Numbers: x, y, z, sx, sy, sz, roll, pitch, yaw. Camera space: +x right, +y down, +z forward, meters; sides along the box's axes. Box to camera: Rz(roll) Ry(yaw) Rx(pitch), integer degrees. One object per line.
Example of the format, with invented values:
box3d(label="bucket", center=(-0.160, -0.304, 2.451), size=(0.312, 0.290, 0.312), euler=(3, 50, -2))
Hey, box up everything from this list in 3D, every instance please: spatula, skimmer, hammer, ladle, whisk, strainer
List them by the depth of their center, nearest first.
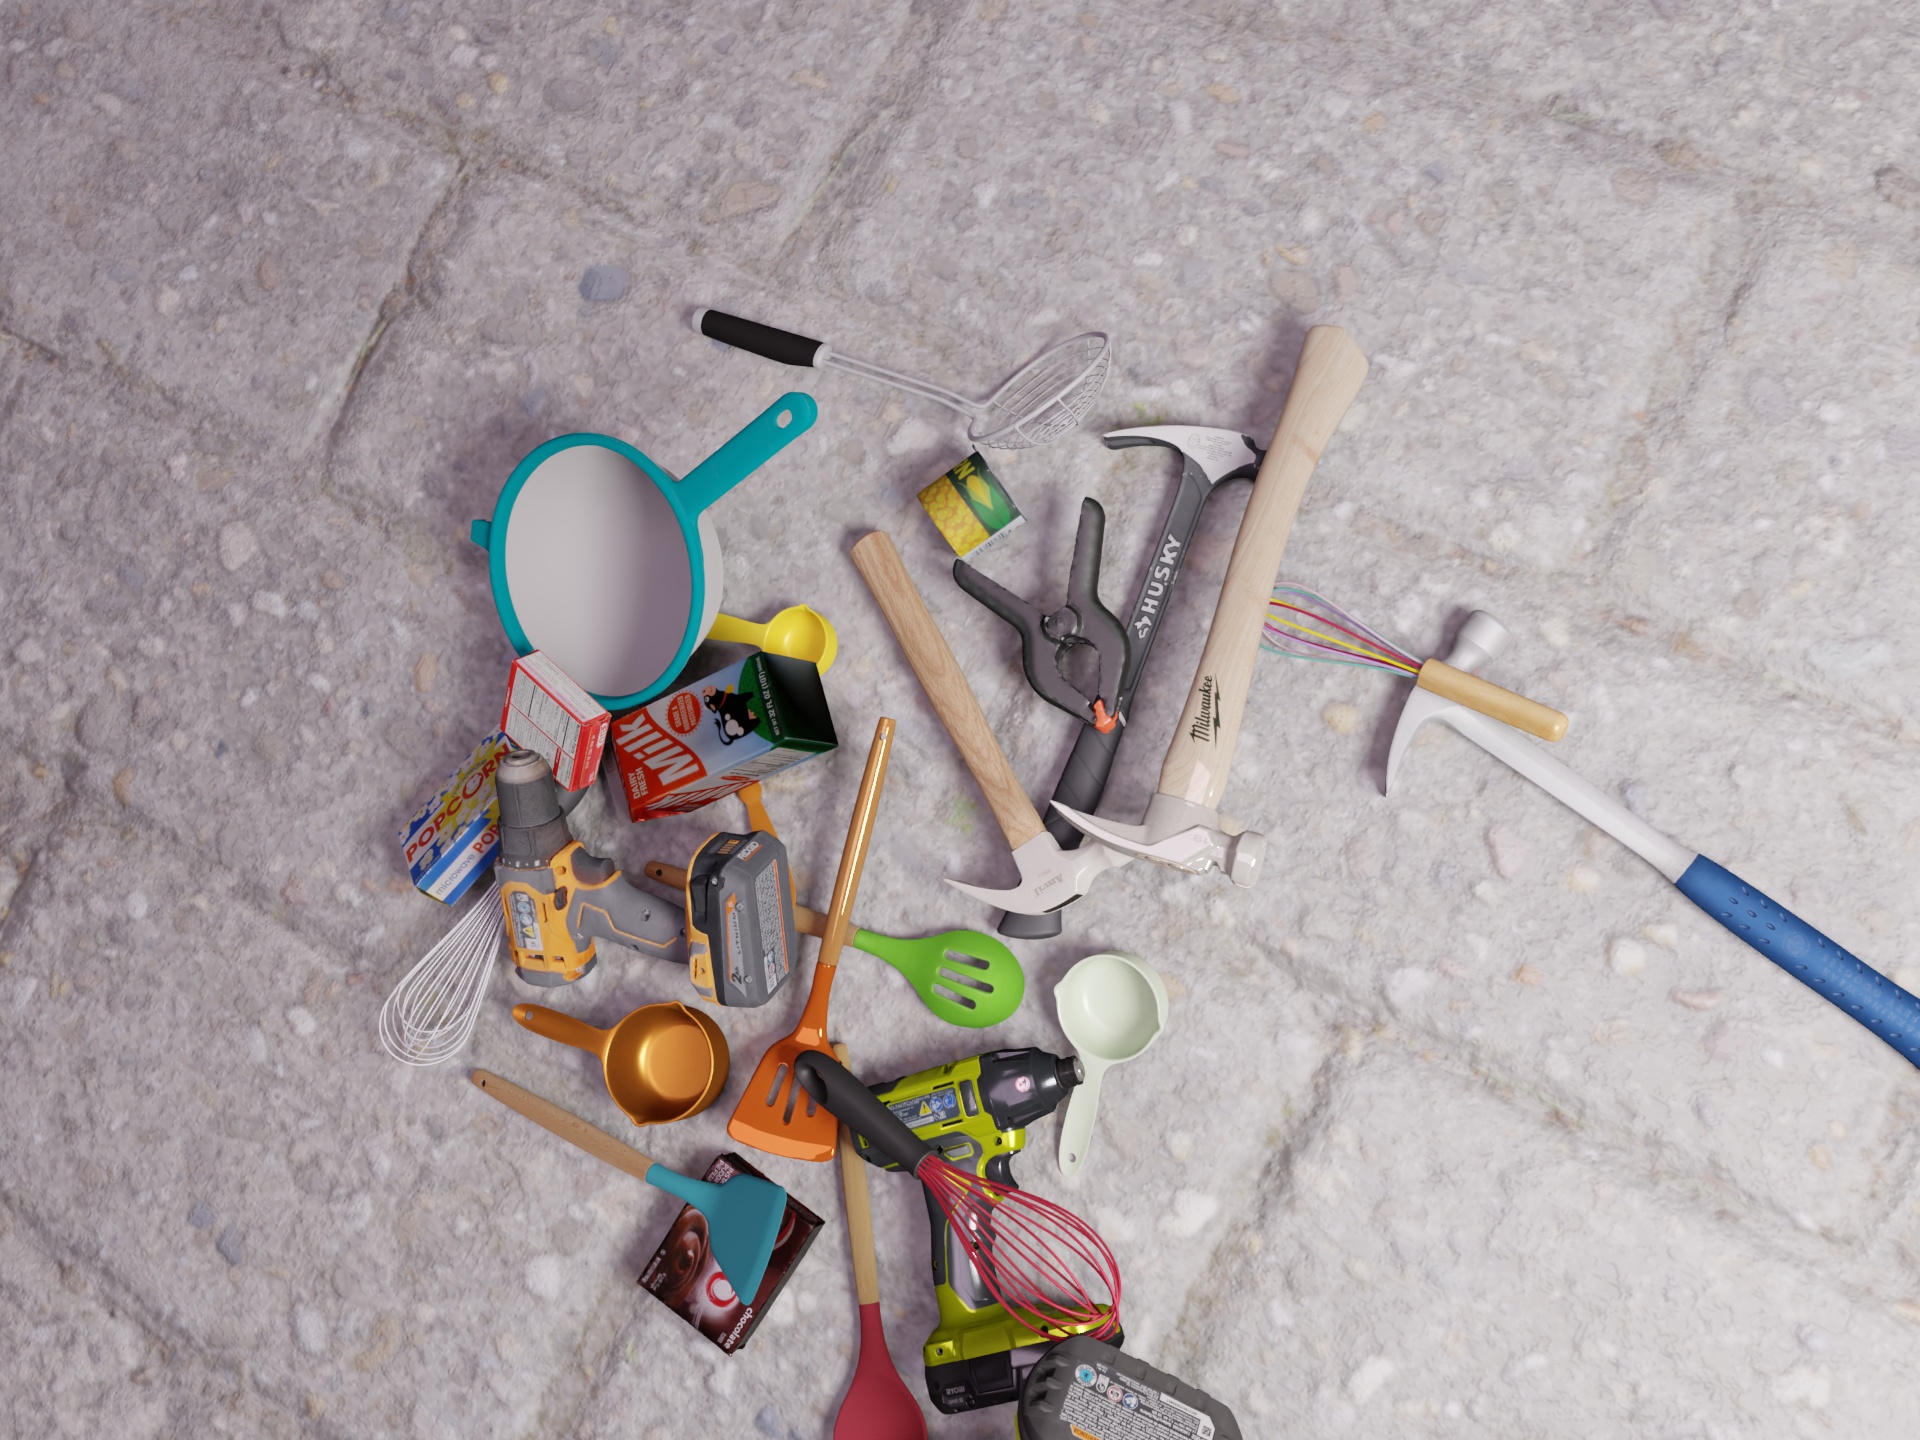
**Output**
box3d(label="whisk", center=(-0.009, 0.306, 1.055), size=(0.296, 0.073, 0.073), euler=(32, 88, 33))
box3d(label="hammer", center=(0.470, 0.097, 1.061), size=(0.406, 0.035, 0.144), euler=(38, 90, 17))
box3d(label="whisk", center=(0.299, -0.040, 1.100), size=(0.245, 0.047, 0.051), euler=(28, 85, 30))
box3d(label="hammer", center=(0.192, -0.095, 1.112), size=(0.146, 0.038, 0.411), euler=(15, 76, 18))
box3d(label="ladle", center=(-0.071, 0.392, 1.145), size=(0.069, 0.031, 0.316), euler=(-10, 76, 9))
box3d(label="spatula", center=(-0.092, 0.155, 1.158), size=(0.081, 0.041, 0.322), euler=(14, 90, 4))
box3d(label="spatula", center=(-0.252, 0.320, 1.166), size=(0.318, 0.044, 0.082), euler=(18, 88, 28))
box3d(label="hammer", center=(0.114, -0.030, 1.173), size=(0.149, 0.036, 0.409), euler=(20, 85, 18))
box3d(label="hammer", center=(-0.002, -0.004, 1.180), size=(0.130, 0.031, 0.332), euler=(-35, 66, 14))
box3d(label="strainer", center=(-0.212, -0.148, 1.208), size=(0.340, 0.095, 0.211), euler=(-32, 84, 30))
box3d(label="skimmer", center=(-0.057, -0.292, 1.236), size=(0.363, 0.090, 0.127), euler=(21, 53, 19))
box3d(label="whisk", center=(-0.362, 0.143, 1.251), size=(0.070, 0.070, 0.284), euler=(28, 82, 17))

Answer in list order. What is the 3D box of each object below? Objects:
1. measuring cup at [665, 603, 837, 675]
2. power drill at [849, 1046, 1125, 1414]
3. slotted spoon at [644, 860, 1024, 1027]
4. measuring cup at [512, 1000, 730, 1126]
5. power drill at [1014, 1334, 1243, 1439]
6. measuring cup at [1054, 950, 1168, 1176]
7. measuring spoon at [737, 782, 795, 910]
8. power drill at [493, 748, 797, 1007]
box3d(label="measuring cup", center=(-0.165, -0.068, 1.259), size=(0.156, 0.029, 0.062), euler=(13, 88, 28))
box3d(label="power drill", center=(0.027, 0.345, 1.099), size=(0.171, 0.080, 0.223), euler=(-20, 73, 17))
box3d(label="slotted spoon", center=(-0.102, 0.158, 1.197), size=(0.314, 0.031, 0.070), euler=(16, 87, 18))
box3d(label="measuring cup", center=(-0.256, 0.246, 1.205), size=(0.174, 0.052, 0.095), euler=(15, 84, 18))
box3d(label="power drill", center=(0.093, 0.497, 1.003), size=(0.190, 0.228, 0.080), euler=(24, 43, 8))
box3d(label="measuring cup", center=(0.100, 0.243, 1.131), size=(0.083, 0.038, 0.167), euler=(17, 101, 23))
box3d(label="measuring spoon", center=(-0.148, 0.094, 1.215), size=(0.021, 0.011, 0.117), euler=(-23, 63, 1))
box3d(label="power drill", center=(-0.243, 0.116, 1.173), size=(0.226, 0.084, 0.185), euler=(4, 113, 20))
